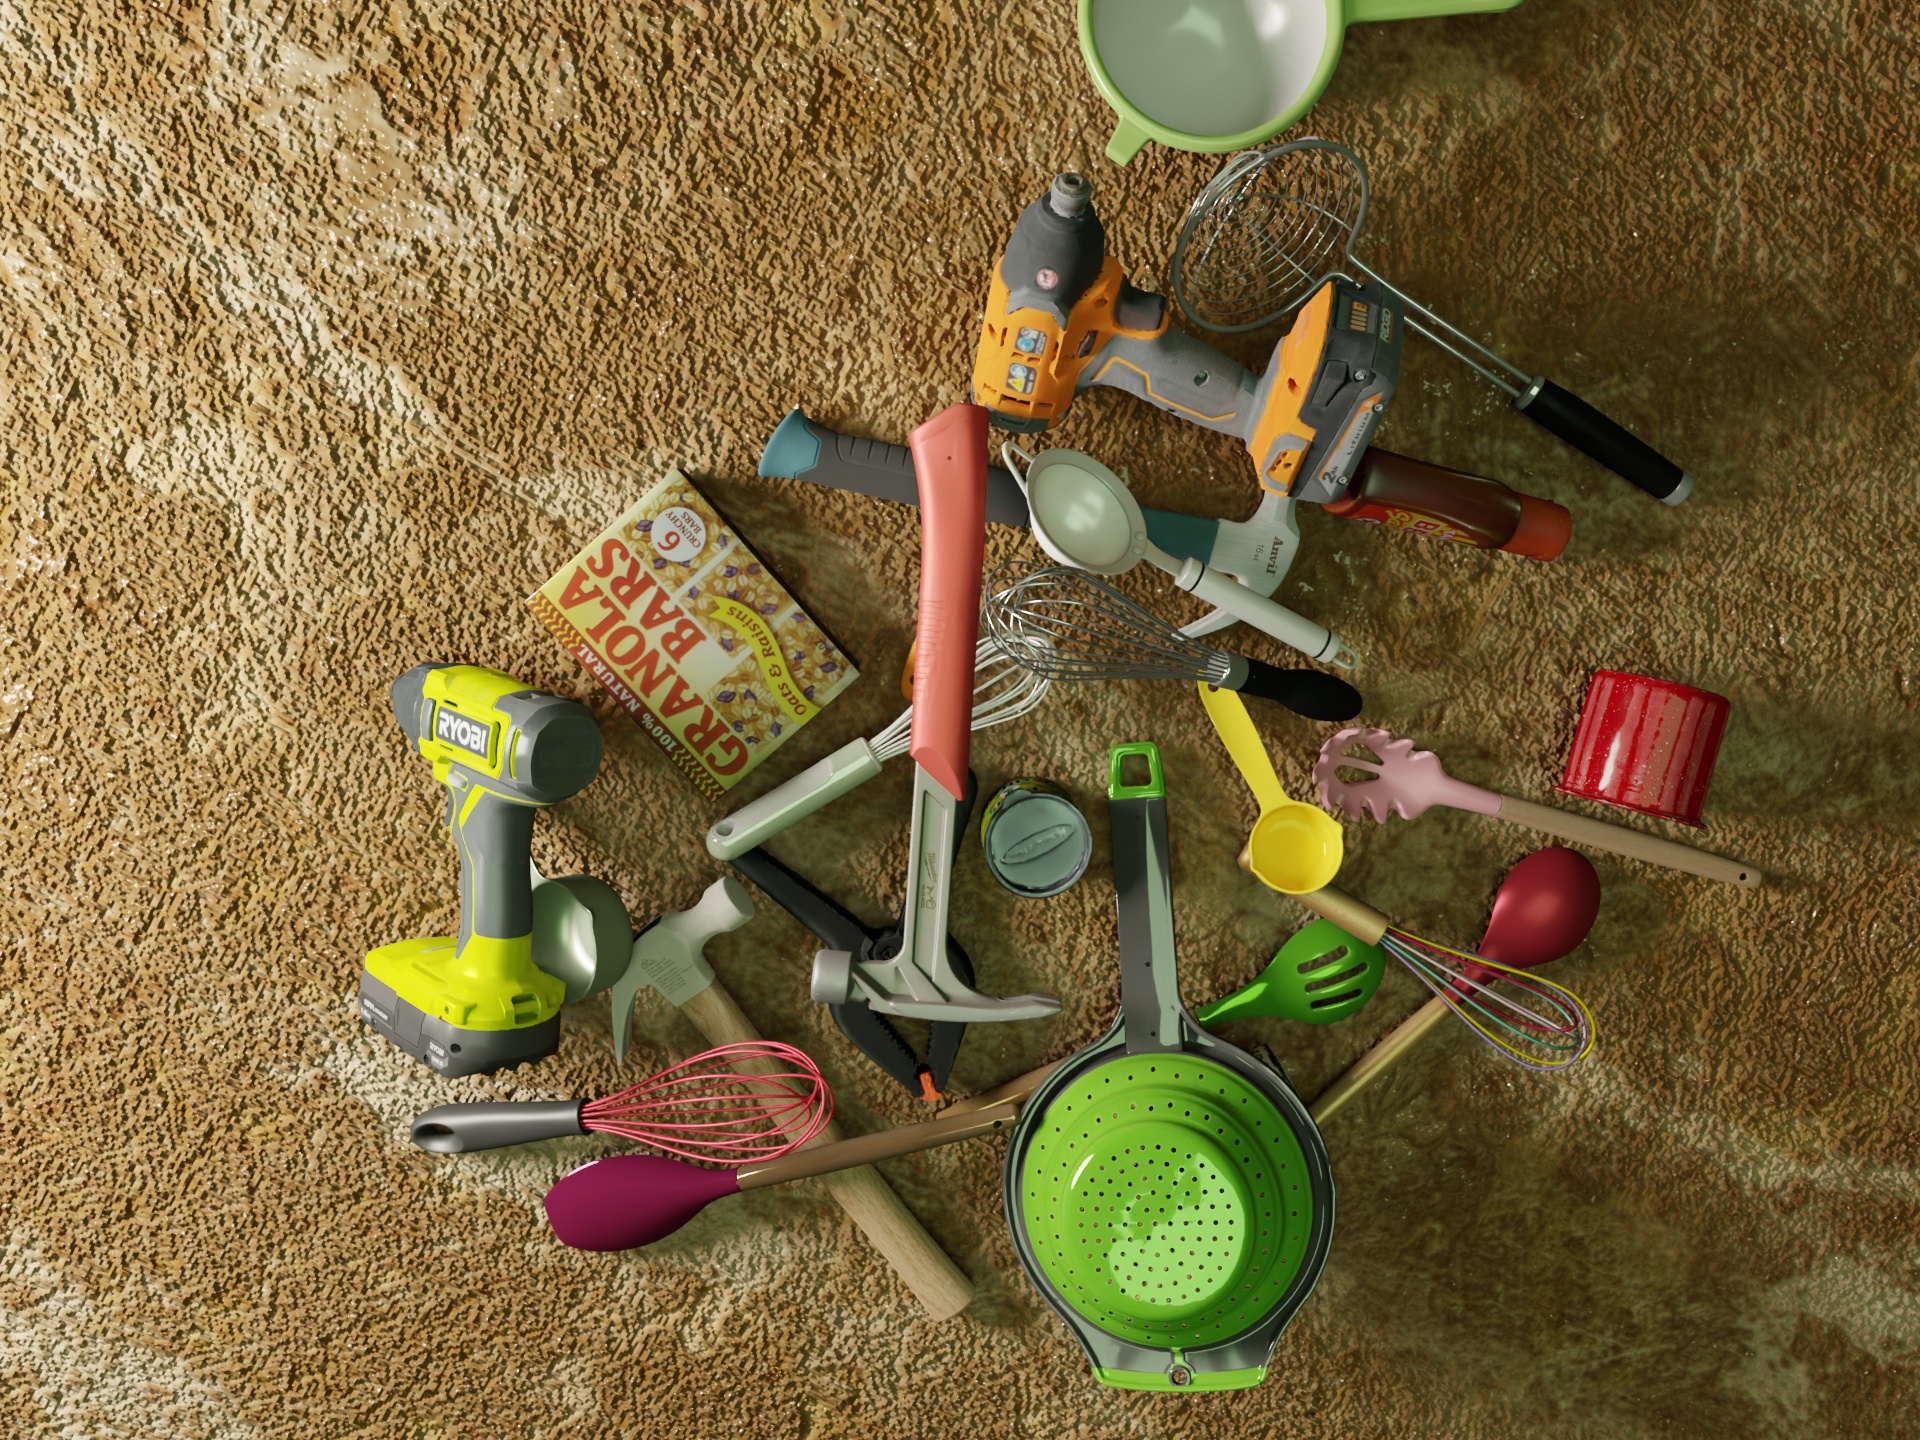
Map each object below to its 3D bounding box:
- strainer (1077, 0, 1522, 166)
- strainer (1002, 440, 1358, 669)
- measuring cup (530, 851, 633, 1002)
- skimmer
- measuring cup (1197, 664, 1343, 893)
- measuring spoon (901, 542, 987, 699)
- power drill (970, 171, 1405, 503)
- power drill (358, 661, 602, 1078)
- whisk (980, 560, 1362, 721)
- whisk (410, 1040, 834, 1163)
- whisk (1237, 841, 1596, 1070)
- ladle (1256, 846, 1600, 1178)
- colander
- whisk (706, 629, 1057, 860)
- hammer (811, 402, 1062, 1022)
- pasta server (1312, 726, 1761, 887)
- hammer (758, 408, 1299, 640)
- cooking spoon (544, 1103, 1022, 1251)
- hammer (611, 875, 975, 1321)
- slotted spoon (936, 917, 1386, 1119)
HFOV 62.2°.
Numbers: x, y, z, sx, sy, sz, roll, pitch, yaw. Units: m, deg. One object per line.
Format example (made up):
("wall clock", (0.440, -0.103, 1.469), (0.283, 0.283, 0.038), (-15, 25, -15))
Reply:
("strainer", (0.191, -0.399, 0.916), (0.256, 0.069, 0.151), (-7, 91, -3))
("strainer", (0.128, -0.088, 0.945), (0.258, 0.087, 0.050), (26, 142, -11))
("measuring cup", (-0.251, 0.092, 0.982), (0.083, 0.038, 0.168), (-37, 71, 37))
("skimmer", (0.291, -0.215, 0.941), (0.363, 0.090, 0.127), (30, 124, -9))
("measuring cup", (0.187, 0.037, 1.001), (0.062, 0.029, 0.157), (-25, 77, 0))
("measuring spoon", (-0.012, -0.060, 0.974), (0.021, 0.011, 0.117), (22, 116, -5))
("power drill", (0.126, -0.215, 0.891), (0.226, 0.164, 0.084), (15, 56, 1))
("power drill", (-0.291, 0.081, 0.942), (0.171, 0.080, 0.223), (17, 103, 39))
("whisk", (0.133, -0.036, 0.940), (0.284, 0.070, 0.070), (14, 99, -30))
("whisk", (-0.213, 0.241, 0.980), (0.296, 0.073, 0.073), (-10, 100, 18))
("whisk", (0.288, 0.141, 1.005), (0.245, 0.051, 0.047), (30, 139, 7))
("ladle", (0.297, 0.202, 1.043), (0.315, 0.031, 0.069), (-44, 97, 6))
("colander", (0.114, 0.207, 0.951), (0.204, 0.094, 0.397), (-5, 83, 11))
("whisk", (-0.048, 0.016, 0.974), (0.246, 0.058, 0.059), (-31, 133, -1))
("hammer", (-0.001, -0.003, 0.934), (0.149, 0.037, 0.359), (4, 94, 1))
("pasta server", (0.371, 0.064, 1.017), (0.316, 0.040, 0.060), (16, 103, -6))
("hammer", (0.043, -0.134, 0.971), (0.331, 0.033, 0.128), (12, 97, -5))
("cooking spoon", (-0.115, 0.284, 1.003), (0.319, 0.017, 0.068), (-16, 106, 9))
("hammer", (-0.101, 0.260, 1.022), (0.130, 0.031, 0.331), (-34, 102, 12))
("slotted spoon", (0.131, 0.206, 1.035), (0.314, 0.031, 0.070), (-22, 101, 2))
